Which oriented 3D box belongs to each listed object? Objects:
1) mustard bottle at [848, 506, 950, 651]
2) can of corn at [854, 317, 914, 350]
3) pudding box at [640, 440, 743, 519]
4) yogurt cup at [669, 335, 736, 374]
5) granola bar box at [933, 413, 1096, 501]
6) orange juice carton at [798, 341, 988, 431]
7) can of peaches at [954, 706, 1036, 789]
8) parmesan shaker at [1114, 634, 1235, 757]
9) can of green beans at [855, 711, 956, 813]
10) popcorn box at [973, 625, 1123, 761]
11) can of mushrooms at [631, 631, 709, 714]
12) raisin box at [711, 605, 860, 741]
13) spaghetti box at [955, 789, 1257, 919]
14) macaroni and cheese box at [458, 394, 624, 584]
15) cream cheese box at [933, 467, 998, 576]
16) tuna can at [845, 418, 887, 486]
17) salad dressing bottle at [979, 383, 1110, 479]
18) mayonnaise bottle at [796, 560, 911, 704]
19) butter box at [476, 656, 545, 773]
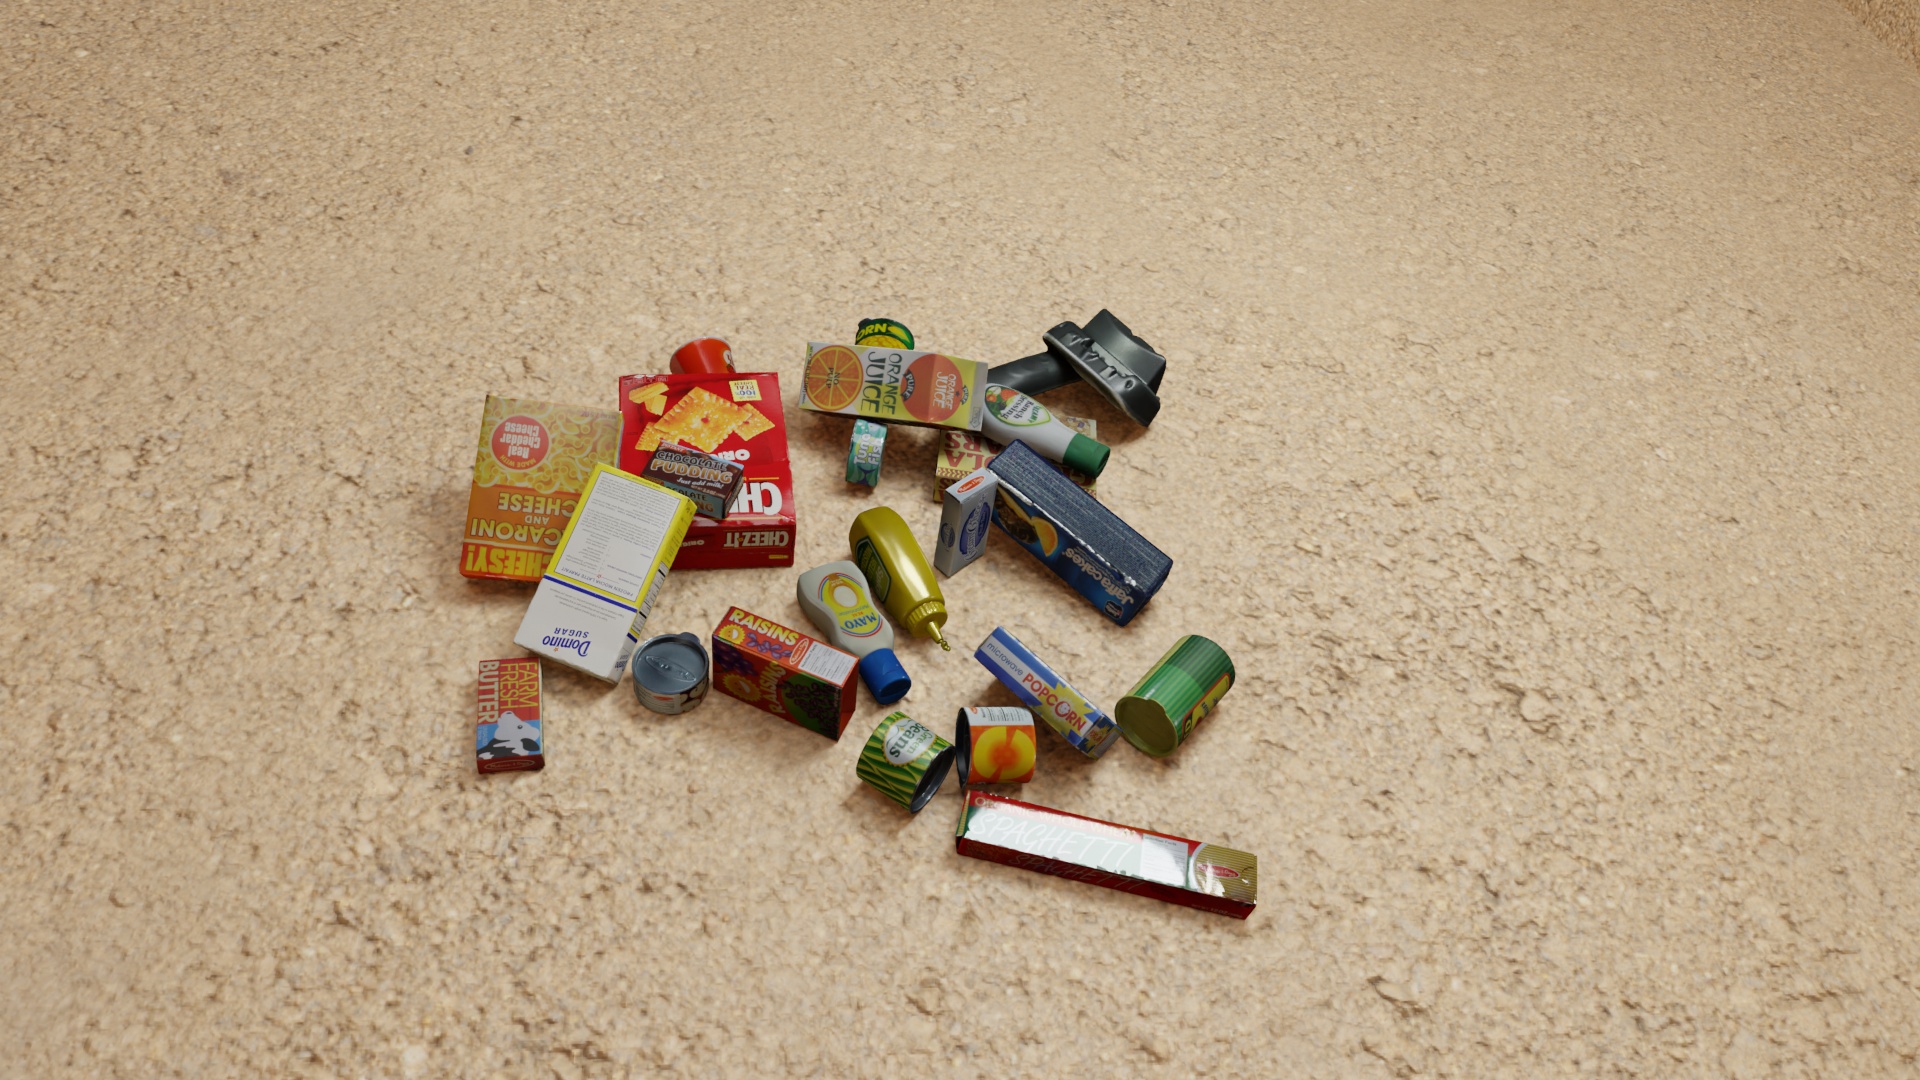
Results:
[{"bbox_3d":[-0.051,0.041,1.302,0.049,0.065,0.161,-15,55,-29],"label":"mustard bottle"},{"bbox_3d":[-0.087,-0.201,1.521,0.071,0.070,0.058,8,46,-3],"label":"can of corn"},{"bbox_3d":[-0.247,-0.056,1.282,0.084,0.030,0.050,18,47,4],"label":"pudding box"},{"bbox_3d":[-0.267,-0.174,1.465,0.072,0.072,0.054,-14,59,-23],"label":"yogurt cup"},{"bbox_3d":[0.058,-0.085,1.458,0.166,0.038,0.125,8,45,-3],"label":"granola bar box"},{"bbox_3d":[-0.063,-0.157,1.426,0.193,0.071,0.073,8,0,22],"label":"orange juice carton"},{"bbox_3d":[0.029,0.177,1.187,0.058,0.070,0.071,0,47,-11],"label":"can of peaches"},{"bbox_3d":[0.196,0.137,1.250,0.071,0.071,0.103,35,50,21],"label":"parmesan shaker"},{"bbox_3d":[-0.046,0.185,1.162,0.058,0.070,0.071,30,49,18],"label":"can of green beans"},{"bbox_3d":[0.077,0.134,1.219,0.127,0.085,0.038,40,88,25],"label":"popcorn box"},{"bbox_3d":[-0.251,0.115,1.212,0.071,0.033,0.071,5,46,-5],"label":"can of mushrooms"},{"bbox_3d":[-0.151,0.115,1.195,0.123,0.085,0.040,22,52,10],"label":"raisin box"},{"bbox_3d":[0.120,0.259,1.149,0.250,0.028,0.050,13,46,1],"label":"spaghetti box"},{"bbox_3d":[-0.382,-0.042,1.276,0.124,0.040,0.166,7,79,-8],"label":"macaroni and cheese box"},{"bbox_3d":[0.005,-0.017,1.339,0.024,0.103,0.053,38,51,26],"label":"cream cheese box"},{"bbox_3d":[-0.095,-0.090,1.412,0.033,0.070,0.071,11,46,-1],"label":"tuna can"},{"bbox_3d":[0.082,-0.111,1.428,0.148,0.043,0.064,28,47,15],"label":"salad dressing bottle"},{"bbox_3d":[-0.094,0.083,1.267,0.065,0.041,0.148,-16,51,-27],"label":"mayonnaise bottle"},{"bbox_3d":[-0.378,0.146,1.165,0.053,0.024,0.104,-4,48,-15],"label":"butter box"}]
